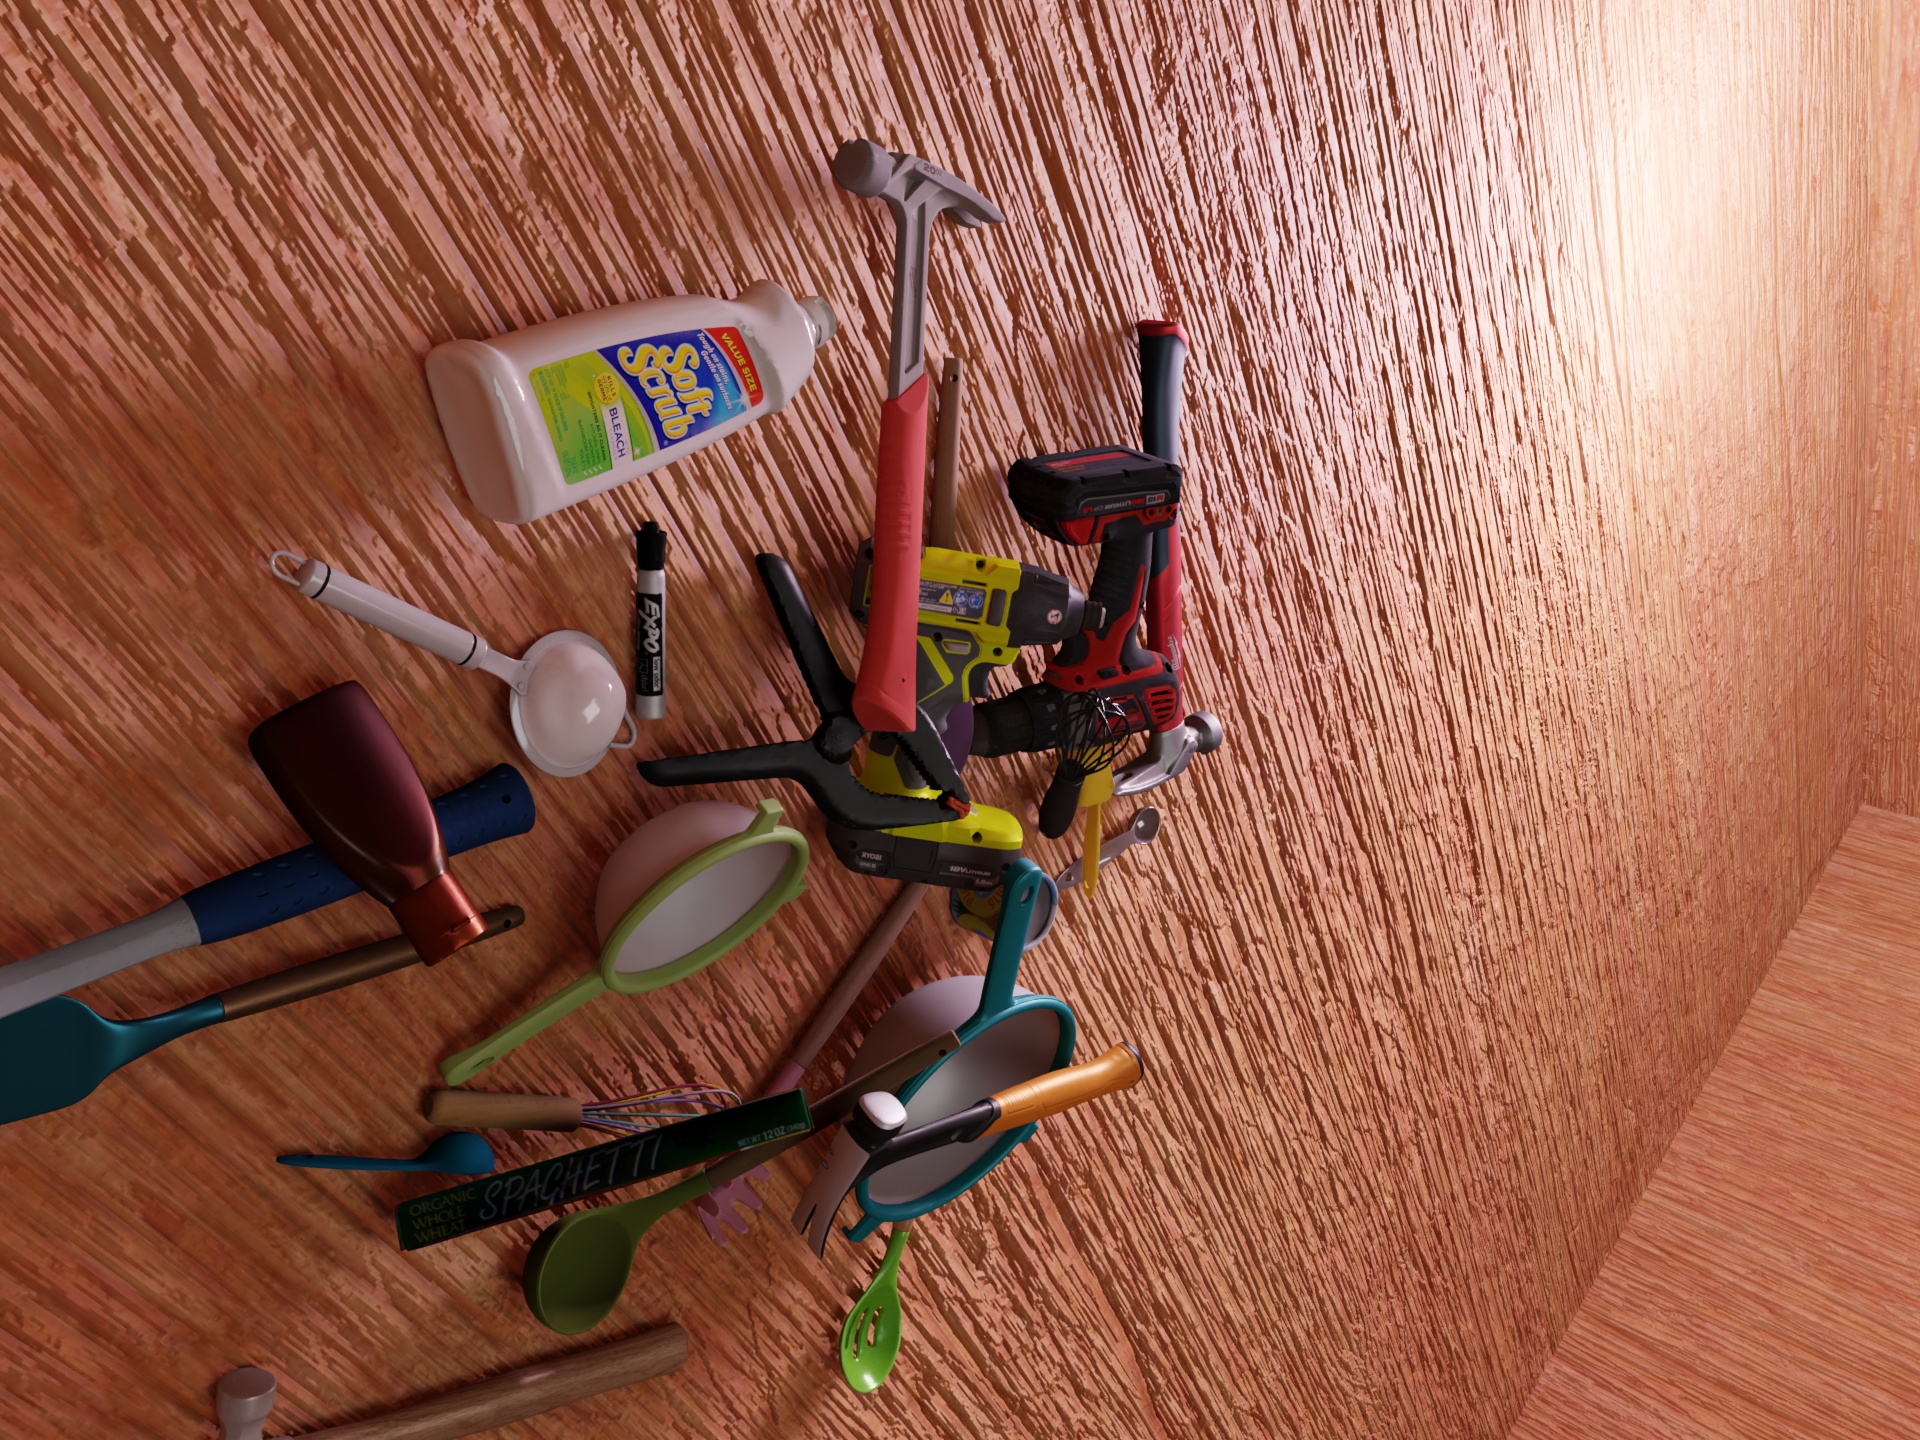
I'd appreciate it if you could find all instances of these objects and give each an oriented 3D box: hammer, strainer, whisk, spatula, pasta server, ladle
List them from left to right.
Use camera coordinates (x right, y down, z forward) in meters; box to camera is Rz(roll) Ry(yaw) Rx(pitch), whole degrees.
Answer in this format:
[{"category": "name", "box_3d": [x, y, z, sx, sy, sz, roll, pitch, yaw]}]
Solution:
[{"category": "hammer", "box_3d": [-0.385, 0.108, 0.776, 0.405, 0.035, 0.144, -24, 85, -45]}, {"category": "spatula", "box_3d": [-0.373, 0.139, 0.842, 0.317, 0.044, 0.082, -14, 113, -48]}, {"category": "hammer", "box_3d": [-0.312, 0.440, 1.008, 0.331, 0.031, 0.130, 4, 101, -48]}, {"category": "strainer", "box_3d": [-0.264, -0.034, 0.882, 0.258, 0.050, 0.087, 30, 66, -45]}, {"category": "whisk", "box_3d": [-0.232, 0.252, 1.024, 0.244, 0.051, 0.047, 18, 69, -44]}, {"category": "strainer", "box_3d": [-0.216, 0.126, 0.980, 0.256, 0.069, 0.151, -33, 158, -13]}, {"category": "ladle", "box_3d": [-0.137, 0.294, 1.038, 0.320, 0.062, 0.078, -29, 123, -6]}, {"category": "pasta server", "box_3d": [-0.097, 0.230, 1.155, 0.316, 0.040, 0.060, -55, 151, -19]}, {"category": "hammer", "box_3d": [-0.031, -0.172, 1.012, 0.149, 0.037, 0.359, 4, 88, -55]}, {"category": "spatula", "box_3d": [-0.013, -0.097, 1.134, 0.059, 0.018, 0.315, -1, 105, -15]}, {"category": "strainer", "box_3d": [-0.008, 0.215, 1.161, 0.211, 0.095, 0.340, -20, 135, -38]}, {"category": "hammer", "box_3d": [0.024, 0.290, 1.149, 0.336, 0.034, 0.127, -3, 129, -50]}, {"category": "whisk", "box_3d": [0.086, 0.040, 1.198, 0.055, 0.055, 0.238, -49, 168, -23]}, {"category": "hammer", "box_3d": [0.155, -0.127, 1.292, 0.143, 0.038, 0.386, -25, 121, -37]}]

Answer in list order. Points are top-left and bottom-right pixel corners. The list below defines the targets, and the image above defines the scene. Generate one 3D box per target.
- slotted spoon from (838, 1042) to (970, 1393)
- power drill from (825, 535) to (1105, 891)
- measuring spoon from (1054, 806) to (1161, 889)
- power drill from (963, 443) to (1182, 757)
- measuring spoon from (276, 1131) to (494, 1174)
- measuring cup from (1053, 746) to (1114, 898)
[{"category": "slotted spoon", "box_3d": [-0.039, 0.384, 1.282, 0.070, 0.031, 0.314, 19, 88, -47]}, {"category": "power drill", "box_3d": [-0.002, -0.003, 1.091, 0.171, 0.080, 0.223, 9, 104, -6]}, {"category": "measuring spoon", "box_3d": [0.123, 0.110, 1.366, 0.124, 0.018, 0.034, -30, 120, -28]}, {"category": "power drill", "box_3d": [0.081, -0.081, 1.193, 0.188, 0.080, 0.226, -13, 116, -26]}, {"category": "measuring spoon", "box_3d": [-0.330, 0.248, 0.921, 0.128, 0.042, 0.021, 15, 81, -41]}, {"category": "measuring cup", "box_3d": [0.097, 0.084, 1.301, 0.029, 0.062, 0.156, -14, 122, -22]}]
